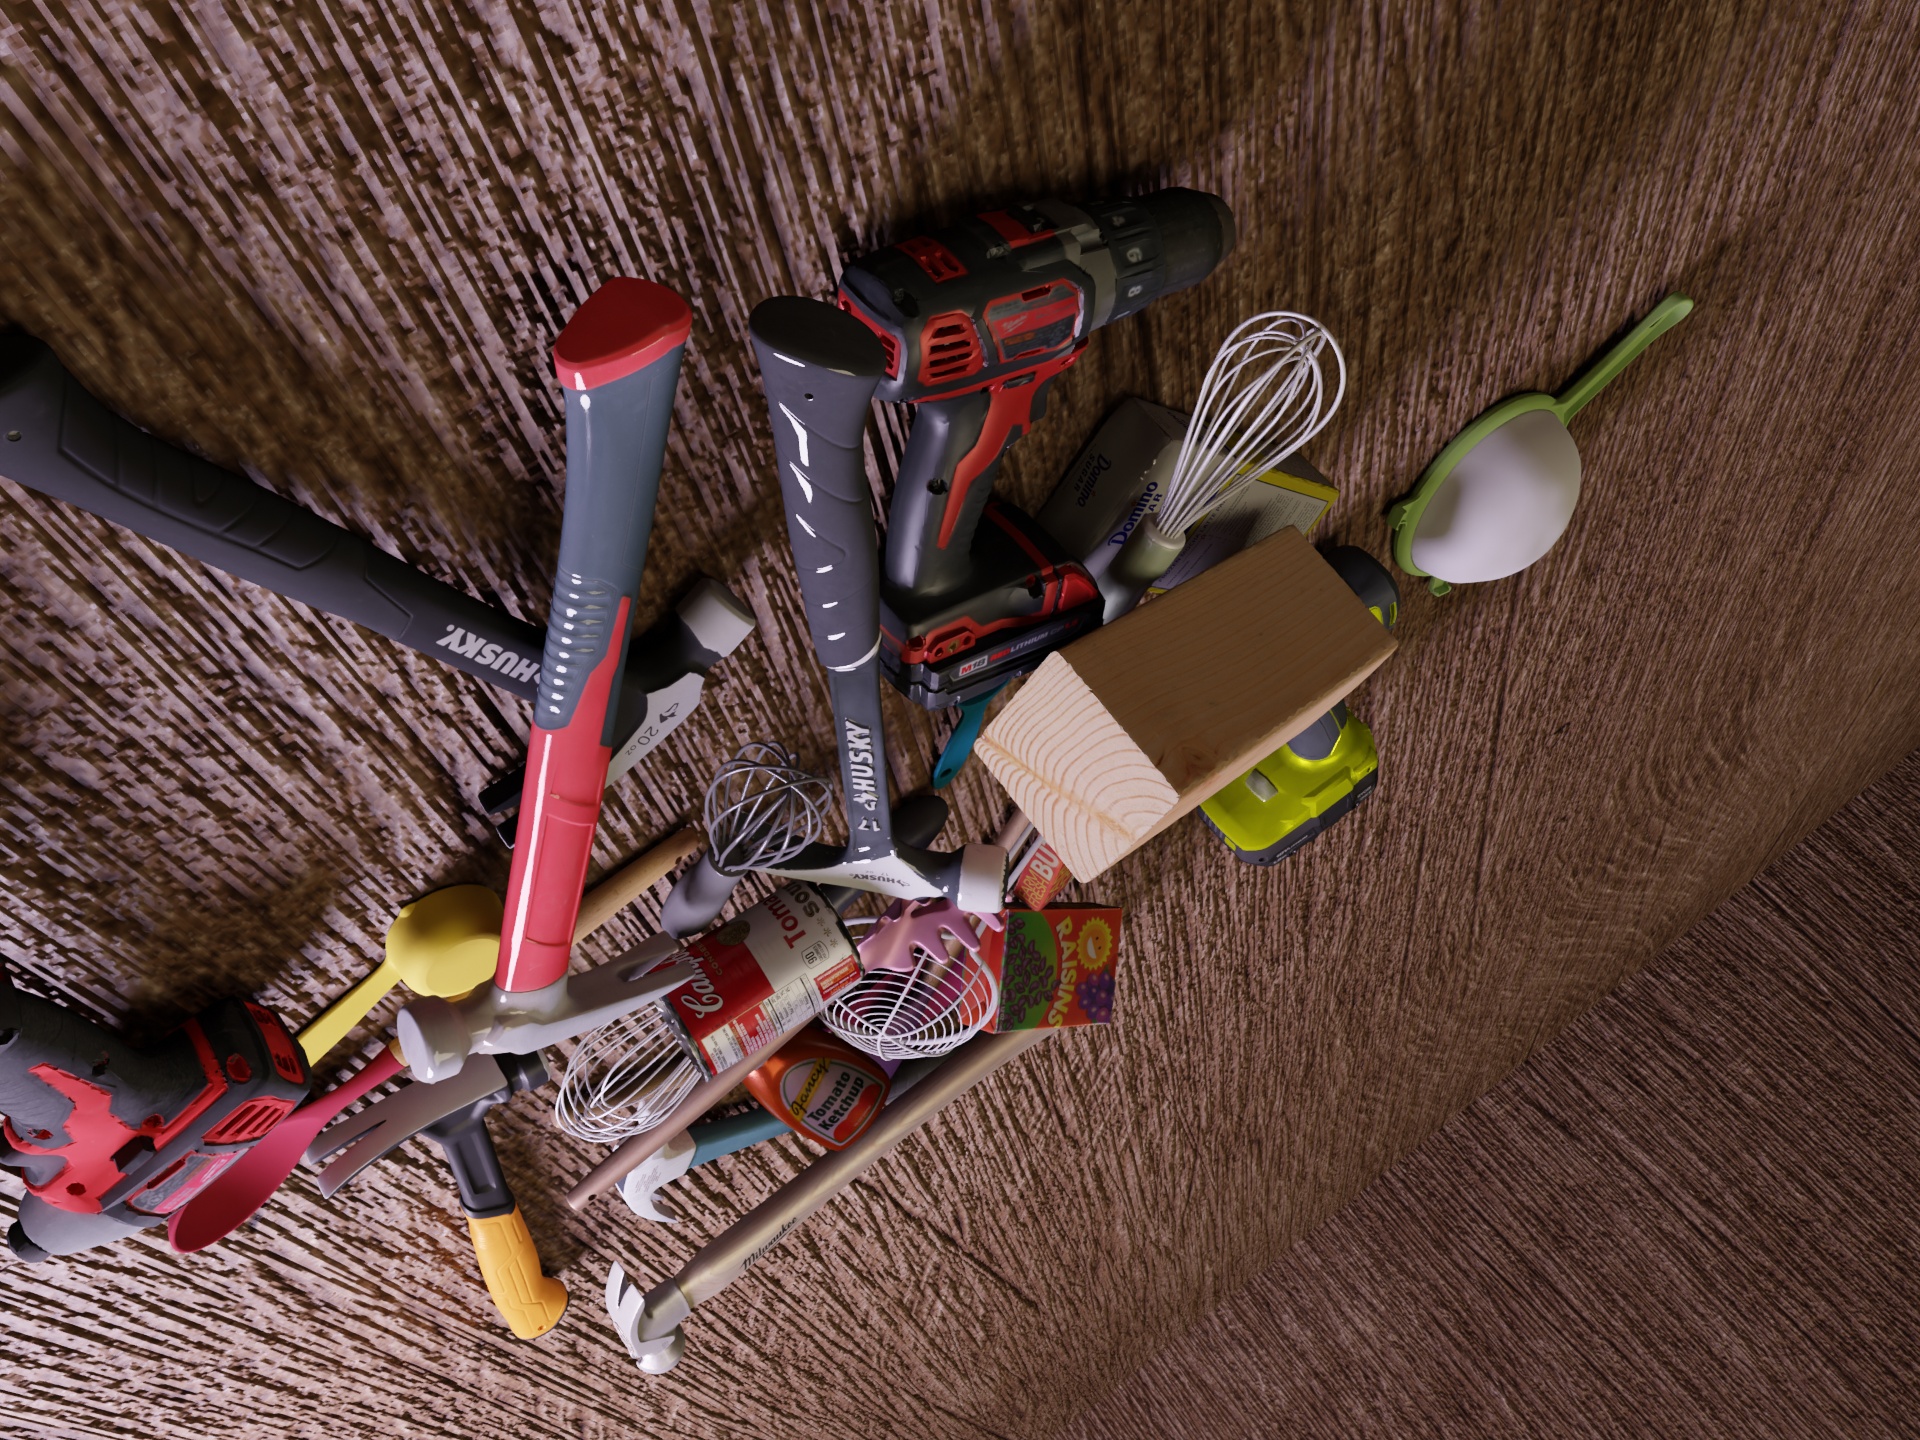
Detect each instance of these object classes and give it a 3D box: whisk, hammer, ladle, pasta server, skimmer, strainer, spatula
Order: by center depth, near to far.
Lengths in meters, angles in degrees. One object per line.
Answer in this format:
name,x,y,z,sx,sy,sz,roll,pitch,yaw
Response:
hammer,-0.219,-0.044,0.587,0.146,0.035,0.334,-46,149,7
hammer,-0.145,0.000,0.654,0.143,0.038,0.386,-16,140,-38
hammer,-0.051,-0.023,0.689,0.149,0.036,0.408,6,148,5
whisk,0.104,-0.098,0.774,0.058,0.059,0.246,-44,172,-48
whisk,-0.115,0.068,0.775,0.055,0.055,0.239,-21,167,-29
ladle,-0.261,0.152,0.799,0.315,0.031,0.069,-37,161,-10
whisk,-0.116,0.137,0.916,0.284,0.070,0.070,-41,150,-11
pasta server,-0.105,0.187,0.927,0.316,0.040,0.060,-40,133,2
hammer,-0.288,0.304,0.956,0.127,0.034,0.336,-27,147,-24
skimmer,0.037,0.060,0.992,0.127,0.090,0.363,35,91,-20
spatula,-0.011,0.154,1.056,0.059,0.018,0.316,3,122,-53
strainer,0.410,-0.179,1.075,0.256,0.069,0.151,-45,149,9
hammer,-0.062,0.289,1.103,0.410,0.038,0.146,-34,151,-25
hammer,-0.098,0.271,1.123,0.331,0.033,0.128,-7,135,-43

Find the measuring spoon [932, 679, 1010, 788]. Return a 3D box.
measuring spoon,-0.001,-0.003,0.905,0.042,0.021,0.128,-22,154,-29

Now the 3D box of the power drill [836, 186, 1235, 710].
power drill,0.031,-0.129,0.720,0.188,0.080,0.226,-24,143,-26

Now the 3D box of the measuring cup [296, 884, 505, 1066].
measuring cup,-0.279,0.140,0.759,0.156,0.029,0.062,-42,149,-1

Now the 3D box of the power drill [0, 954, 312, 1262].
power drill,-0.379,0.155,0.629,0.143,0.079,0.219,-40,152,-1

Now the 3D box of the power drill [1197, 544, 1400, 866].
power drill,0.210,0.005,1.086,0.190,0.080,0.228,-36,146,-9

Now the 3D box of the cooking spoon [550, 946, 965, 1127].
cooking spoon,-0.117,0.205,1.033,0.319,0.017,0.068,-14,125,-38
